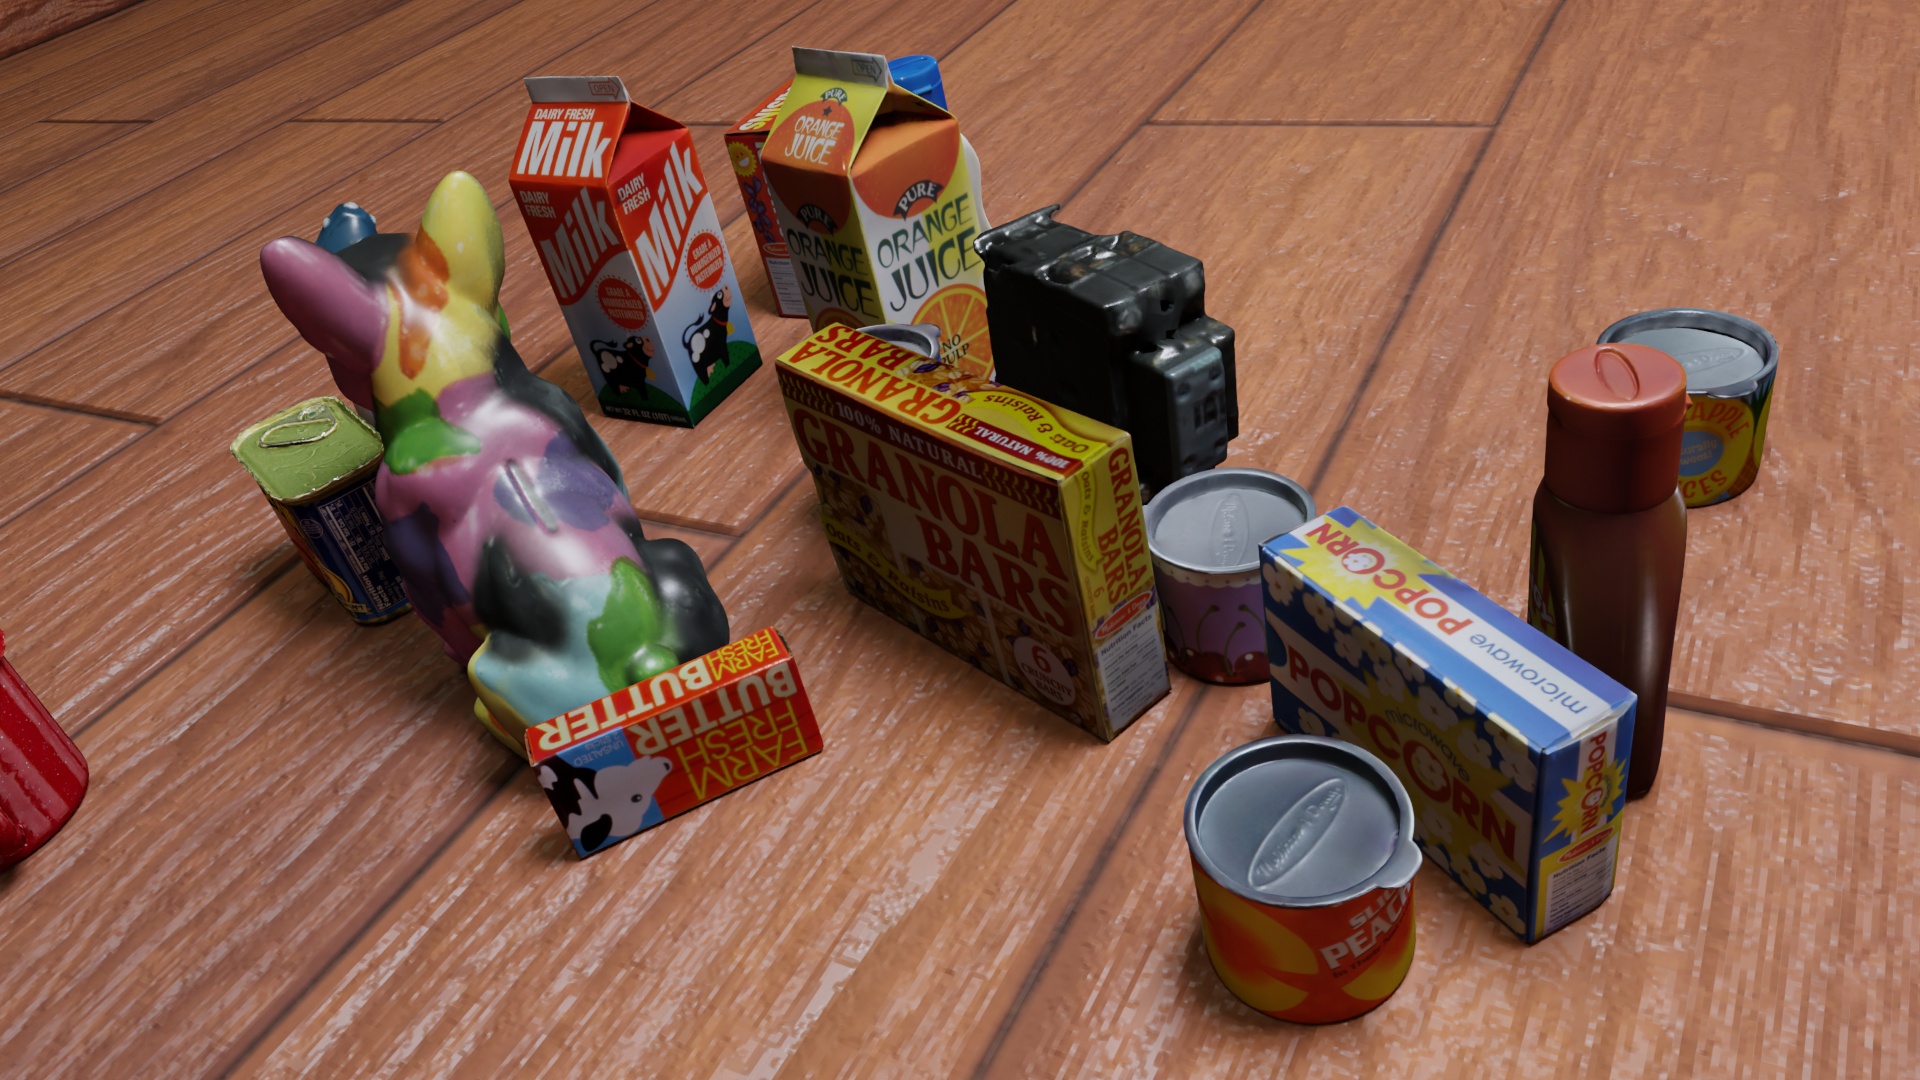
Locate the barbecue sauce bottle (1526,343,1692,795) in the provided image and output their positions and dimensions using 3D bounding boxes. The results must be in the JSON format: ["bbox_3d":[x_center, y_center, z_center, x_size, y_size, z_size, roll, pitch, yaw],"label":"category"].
[{"bbox_3d":[0.203,0.010,0.439,0.043,0.147,0.065,-4,37,13],"label":"barbecue sauce bottle"}]

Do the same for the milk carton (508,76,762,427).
[{"bbox_3d":[-0.181,-0.163,0.765,0.072,0.189,0.074,9,42,29],"label":"milk carton"}]

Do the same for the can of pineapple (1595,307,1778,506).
[{"bbox_3d":[0.296,-0.054,0.572,0.071,0.057,0.071,-9,36,7],"label":"can of pineapple"}]

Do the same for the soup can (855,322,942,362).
[{"bbox_3d":[-0.032,-0.051,0.655,0.071,0.083,0.072,-9,36,7],"label":"soup can"}]

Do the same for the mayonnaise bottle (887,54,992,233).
[{"bbox_3d":[-0.015,-0.200,0.796,0.065,0.147,0.041,-25,37,-15],"label":"mayonnaise bottle"}]

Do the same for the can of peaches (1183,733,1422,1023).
[{"bbox_3d":[0.106,0.104,0.422,0.071,0.057,0.071,-9,36,7],"label":"can of peaches"}]

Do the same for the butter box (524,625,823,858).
[{"bbox_3d":[-0.108,0.077,0.534,0.104,0.053,0.024,-23,37,-12],"label":"butter box"}]

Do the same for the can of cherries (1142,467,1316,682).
[{"bbox_3d":[0.105,0.013,0.545,0.071,0.058,0.072,-9,36,7],"label":"can of cherries"}]

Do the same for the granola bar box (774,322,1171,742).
[{"bbox_3d":[0.002,-0.007,0.550,0.039,0.123,0.166,-36,41,-27],"label":"granola bar box"}]

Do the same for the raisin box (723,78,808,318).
[{"bbox_3d":[-0.094,-0.211,0.859,0.040,0.122,0.086,6,40,26],"label":"raisin box"}]

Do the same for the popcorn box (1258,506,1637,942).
[{"bbox_3d":[0.152,0.055,0.449,0.038,0.084,0.127,-26,37,-16],"label":"popcorn box"}]

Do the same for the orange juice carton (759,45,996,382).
[{"bbox_3d":[-0.039,-0.154,0.704,0.073,0.191,0.072,-36,41,-28],"label":"orange juice carton"}]
